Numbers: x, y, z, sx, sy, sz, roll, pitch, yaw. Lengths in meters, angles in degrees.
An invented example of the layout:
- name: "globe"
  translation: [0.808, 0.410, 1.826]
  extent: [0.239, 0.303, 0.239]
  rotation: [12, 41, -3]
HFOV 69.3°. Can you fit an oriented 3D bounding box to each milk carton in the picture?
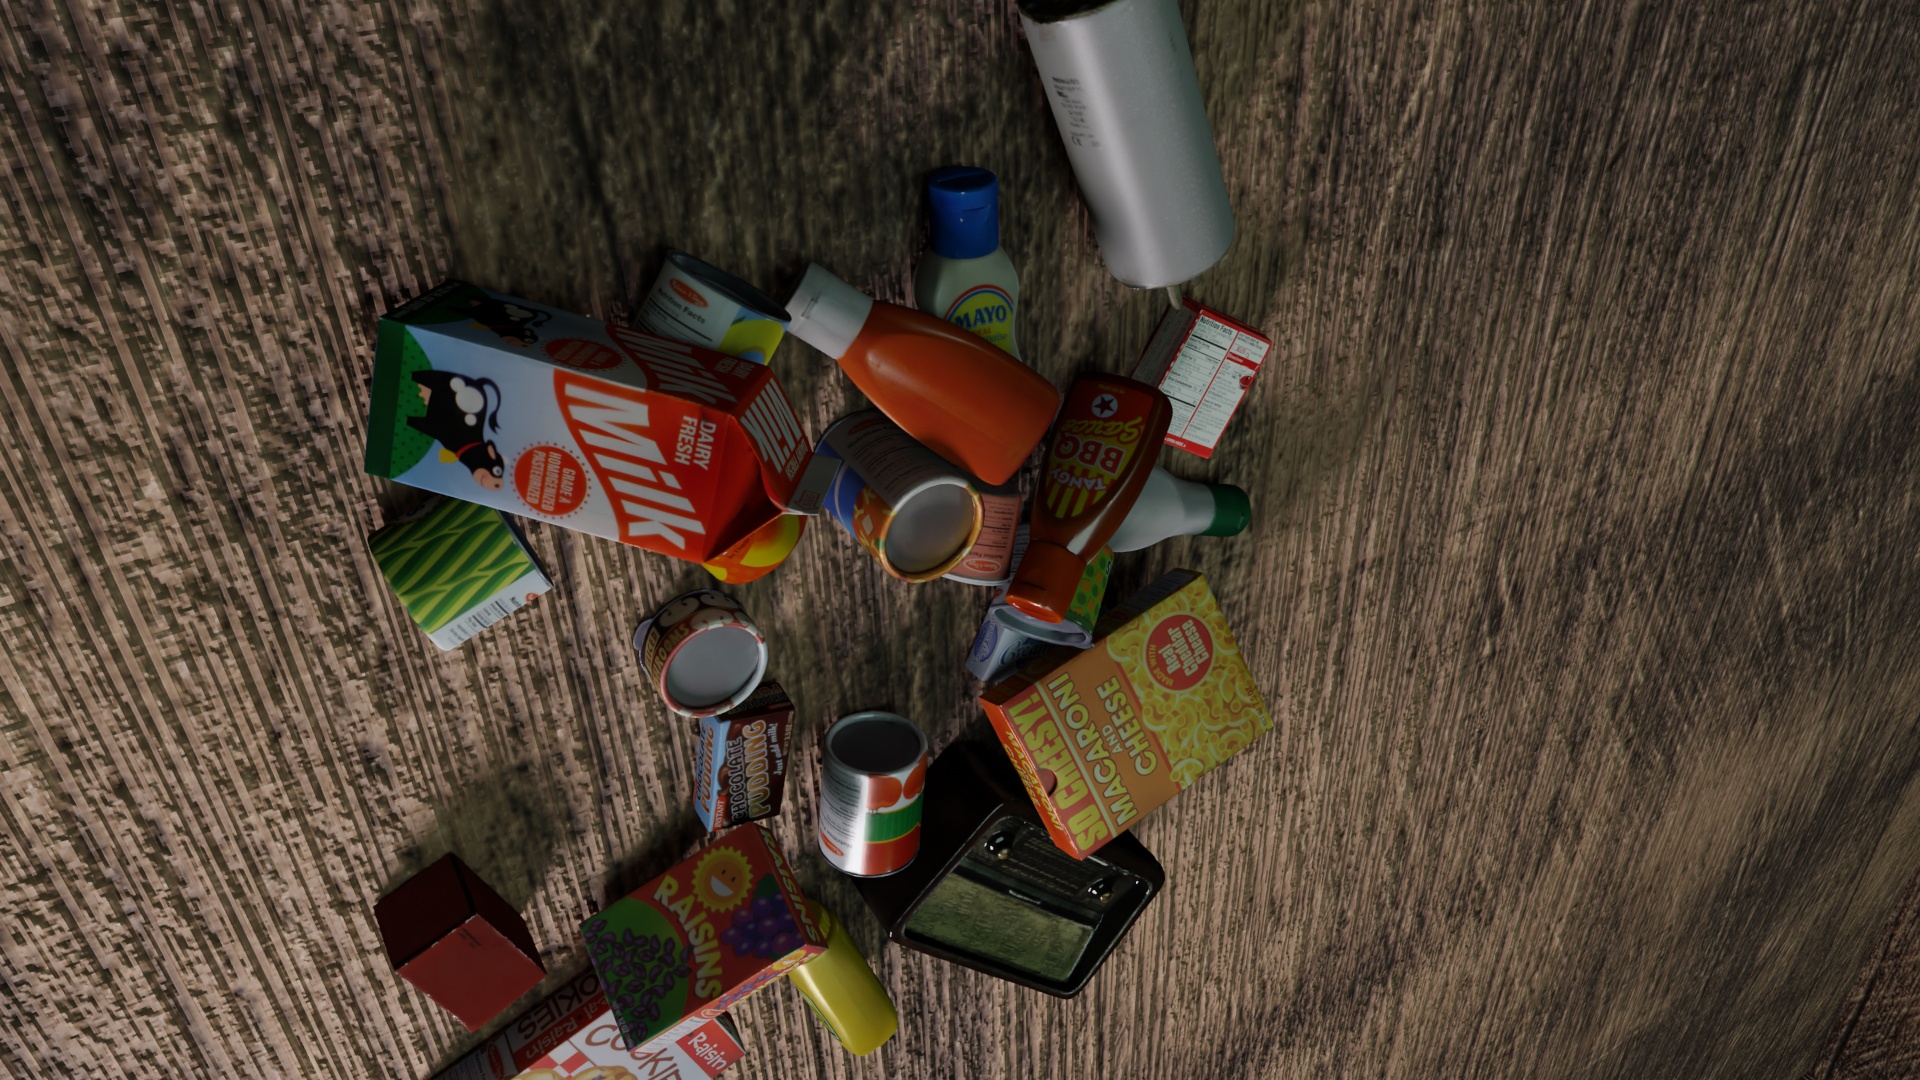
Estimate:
- name: "milk carton"
  translation: [-0.149, -0.048, 0.605]
  extent: [0.191, 0.072, 0.073]
  rotation: [15, 114, -2]

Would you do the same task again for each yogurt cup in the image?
- name: "yogurt cup"
  translation: [0.003, -0.010, 0.814]
  extent: [0.072, 0.072, 0.053]
  rotation: [5, 108, -38]

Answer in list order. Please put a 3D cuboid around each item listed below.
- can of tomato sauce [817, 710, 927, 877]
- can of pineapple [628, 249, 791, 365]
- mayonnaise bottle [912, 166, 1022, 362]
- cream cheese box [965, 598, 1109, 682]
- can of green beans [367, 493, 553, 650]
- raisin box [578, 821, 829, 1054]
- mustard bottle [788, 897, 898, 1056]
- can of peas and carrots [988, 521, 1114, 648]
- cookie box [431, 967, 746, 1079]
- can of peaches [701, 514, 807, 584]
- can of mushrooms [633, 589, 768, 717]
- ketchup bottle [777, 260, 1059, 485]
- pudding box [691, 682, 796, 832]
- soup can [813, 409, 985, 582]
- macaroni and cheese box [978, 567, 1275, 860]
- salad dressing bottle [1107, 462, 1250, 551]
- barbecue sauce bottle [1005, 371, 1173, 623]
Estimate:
- name: "can of tomato sauce"
  translation: [-0.055, 0.159, 0.884]
  extent: [0.071, 0.071, 0.082]
  rotation: [-13, 125, -29]
- name: "can of pineapple"
  translation: [-0.122, -0.097, 0.664]
  extent: [0.071, 0.071, 0.057]
  rotation: [19, 107, -42]
- name: "mayonnaise bottle"
  translation: [0.003, -0.125, 0.751]
  extent: [0.065, 0.041, 0.147]
  rotation: [-16, 128, -18]
- name: "cream cheese box"
  translation: [0.056, 0.069, 0.932]
  extent: [0.104, 0.024, 0.053]
  rotation: [7, 113, -39]
- name: "can of green beans"
  translation: [-0.235, 0.010, 0.654]
  extent: [0.058, 0.071, 0.071]
  rotation: [-33, 133, -12]
- name: "raisin box"
  translation: [-0.154, 0.237, 0.831]
  extent: [0.123, 0.086, 0.040]
  rotation: [-32, 155, 1]
- name: "mustard bottle"
  translation: [-0.093, 0.287, 0.946]
  extent: [0.049, 0.065, 0.159]
  rotation: [-37, 128, -17]
- name: "can of peas and carrots"
  translation: [0.059, 0.028, 0.862]
  extent: [0.071, 0.071, 0.059]
  rotation: [35, 65, -44]
- name: "cookie box"
  translation: [-0.237, 0.339, 0.891]
  extent: [0.168, 0.040, 0.122]
  rotation: [-34, 133, -11]
- name: "can of peaches"
  translation: [-0.119, -0.018, 0.715]
  extent: [0.071, 0.071, 0.058]
  rotation: [-44, 135, -3]
- name: "can of mushrooms"
  translation: [-0.145, 0.064, 0.777]
  extent: [0.071, 0.033, 0.070]
  rotation: [-19, 129, -25]
- name: "ketchup bottle"
  translation: [-0.024, -0.090, 0.718]
  extent: [0.149, 0.044, 0.064]
  rotation: [30, 105, -19]
- name: "pudding box"
  translation: [-0.131, 0.130, 0.834]
  extent: [0.050, 0.030, 0.083]
  rotation: [-6, 122, -32]
- name: "soup can"
  translation: [-0.035, -0.023, 0.763]
  extent: [0.071, 0.084, 0.071]
  rotation: [-19, 129, -25]
- name: "macaroni and cheese box"
  translation: [0.112, 0.113, 0.919]
  extent: [0.167, 0.040, 0.123]
  rotation: [-31, 104, -16]
- name: "salad dressing bottle"
  translation: [0.129, -0.023, 0.910]
  extent: [0.148, 0.044, 0.064]
  rotation: [3, 115, -38]
- name: "barbecue sauce bottle"
  translation: [0.071, -0.025, 0.818]
  extent: [0.149, 0.065, 0.043]
  rotation: [-66, 154, -14]
